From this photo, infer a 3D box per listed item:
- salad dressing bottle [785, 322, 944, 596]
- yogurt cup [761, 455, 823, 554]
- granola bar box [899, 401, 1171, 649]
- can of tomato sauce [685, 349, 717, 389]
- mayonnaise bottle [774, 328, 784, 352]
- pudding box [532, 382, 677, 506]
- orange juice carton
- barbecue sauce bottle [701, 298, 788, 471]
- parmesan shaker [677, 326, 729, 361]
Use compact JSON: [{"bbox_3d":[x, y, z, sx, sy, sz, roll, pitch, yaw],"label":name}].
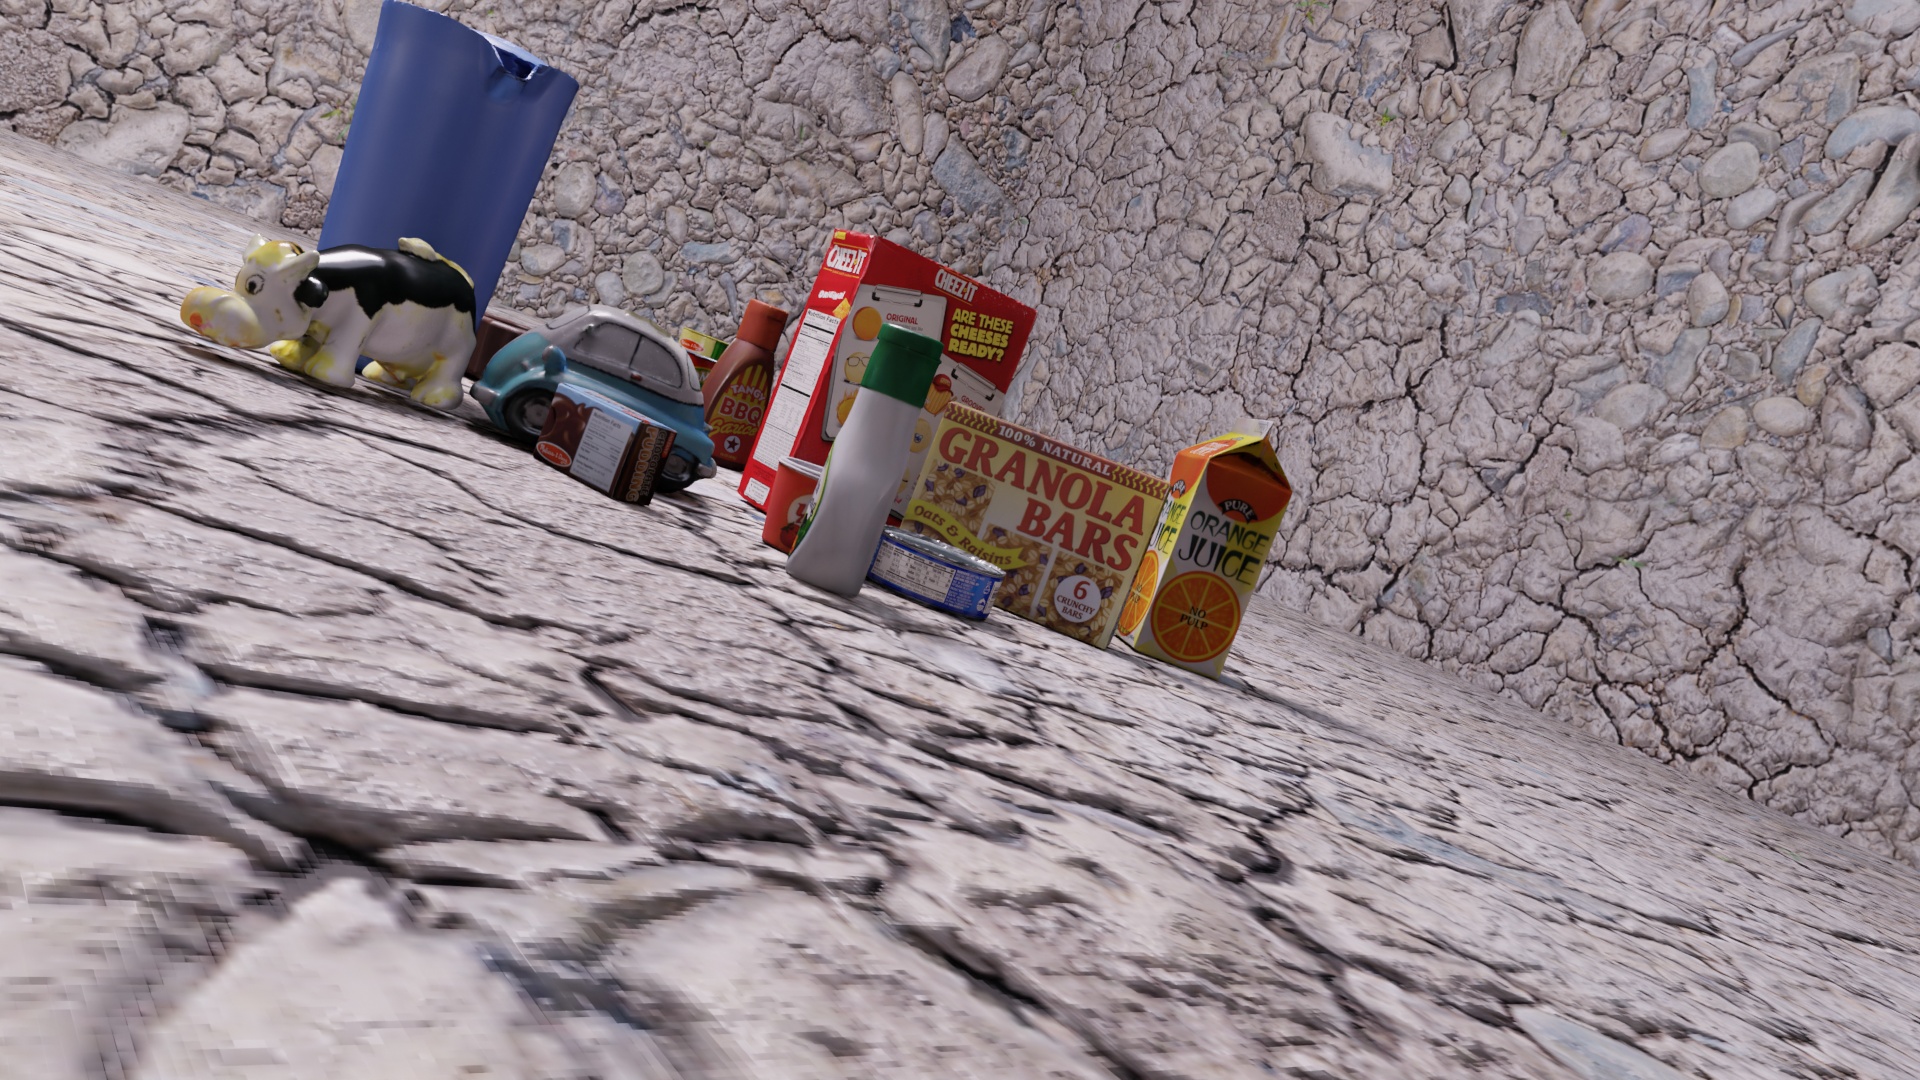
[{"bbox_3d":[-0.051,-0.045,0.762,0.044,0.147,0.064,21,4,-1],"label":"salad dressing bottle"},{"bbox_3d":[-0.088,-0.016,0.855,0.072,0.054,0.072,21,4,-1],"label":"yogurt cup"},{"bbox_3d":[0.049,-0.012,0.976,0.166,0.124,0.039,22,4,11],"label":"granola bar box"},{"bbox_3d":[-0.277,-0.147,1.378,0.071,0.083,0.071,21,4,-1],"label":"can of tomato sauce"},{"bbox_3d":[-0.236,-0.181,1.549,0.041,0.148,0.065,19,4,-30],"label":"mayonnaise bottle"},{"bbox_3d":[-0.210,-0.057,0.816,0.084,0.049,0.030,24,5,35],"label":"pudding box"},{"bbox_3d":[0.186,-0.002,1.046,0.073,0.192,0.072,20,4,-11],"label":"orange juice carton"},{"bbox_3d":[-0.195,-0.139,1.232,0.065,0.148,0.044,18,5,-41],"label":"barbecue sauce bottle"},{"bbox_3d":[-0.278,-0.165,1.455,0.071,0.103,0.071,21,4,-1],"label":"parmesan shaker"}]
